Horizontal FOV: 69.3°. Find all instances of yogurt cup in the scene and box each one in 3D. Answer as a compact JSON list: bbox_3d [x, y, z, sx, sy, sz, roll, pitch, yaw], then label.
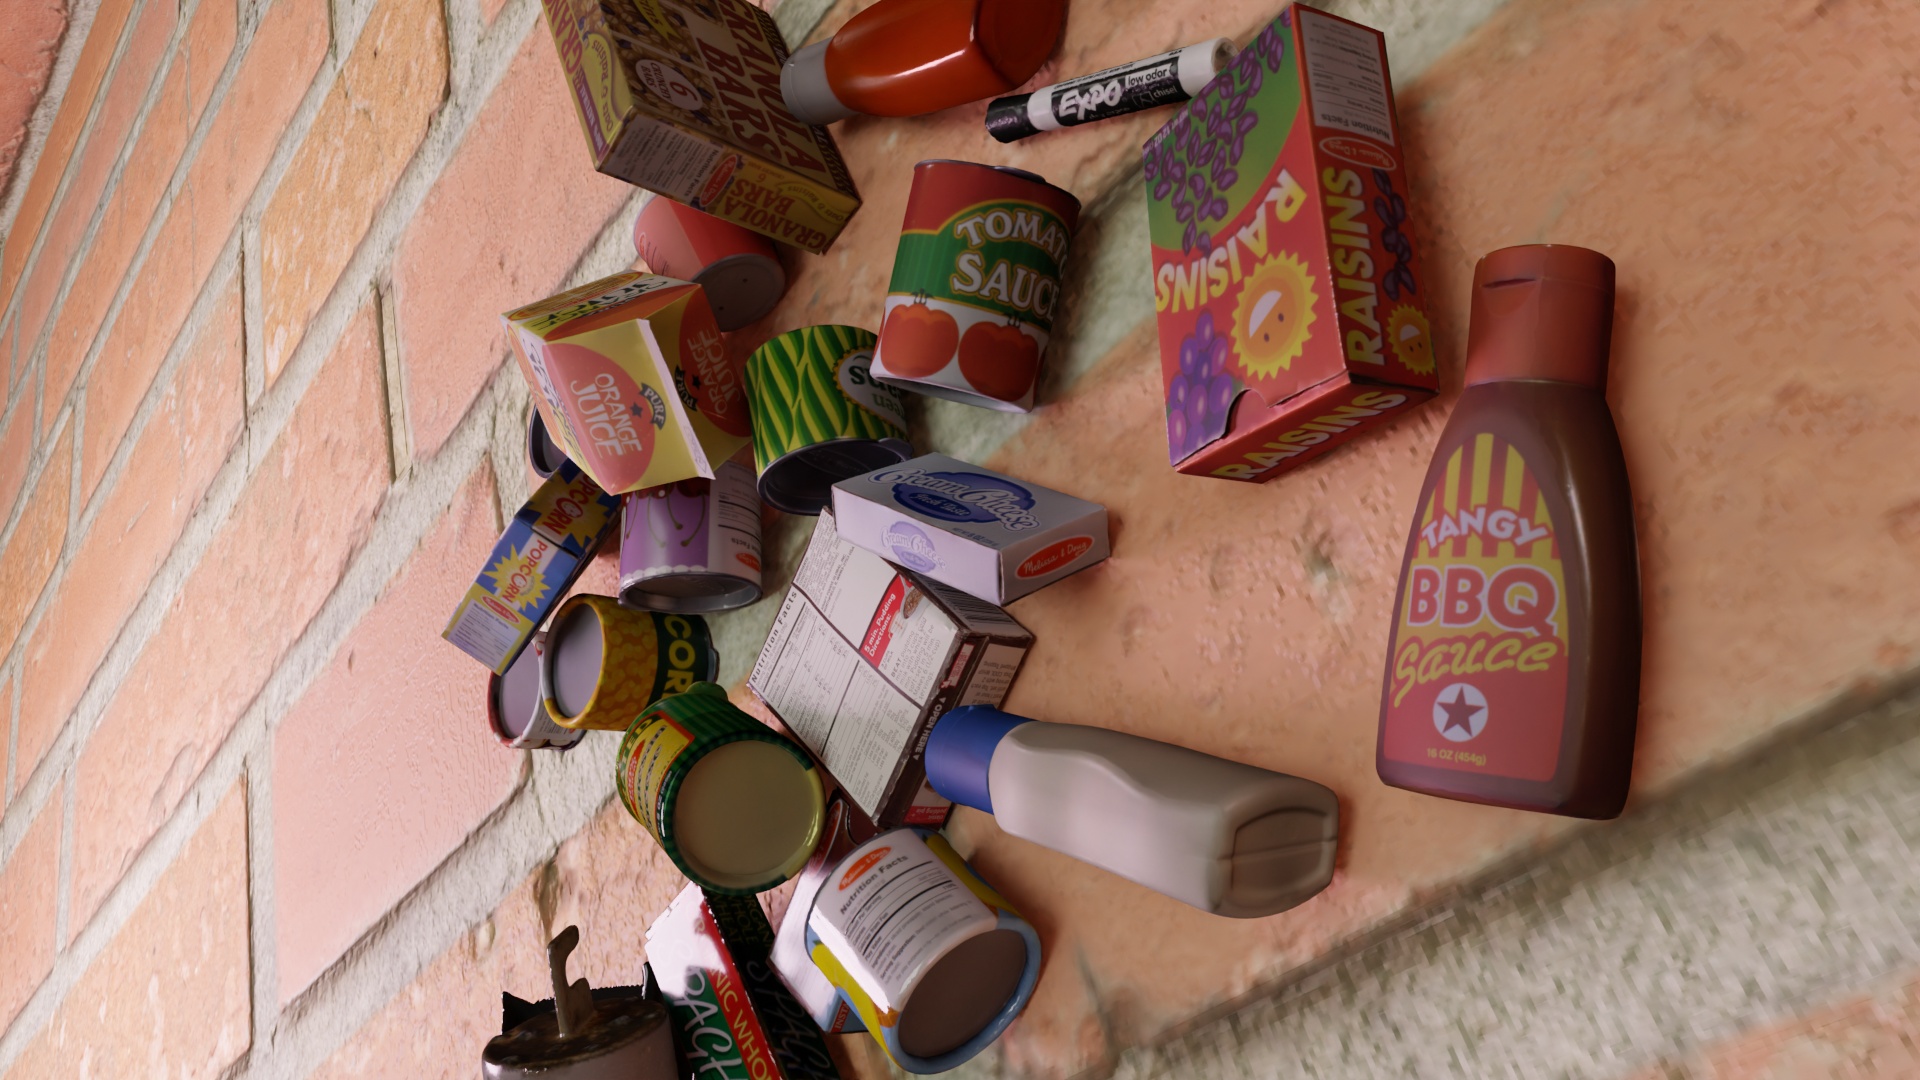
[{"bbox_3d":[-0.121,-0.140,0.686,0.072,0.072,0.054,-44,60,31],"label":"yogurt cup"}]

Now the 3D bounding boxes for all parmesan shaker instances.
[{"bbox_3d":[-0.101,0.100,0.578,0.103,0.071,0.071,-177,98,-67],"label":"parmesan shaker"}]

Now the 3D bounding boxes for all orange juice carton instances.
[{"bbox_3d":[-0.151,-0.075,0.634,0.193,0.073,0.071,27,139,62],"label":"orange juice carton"}]

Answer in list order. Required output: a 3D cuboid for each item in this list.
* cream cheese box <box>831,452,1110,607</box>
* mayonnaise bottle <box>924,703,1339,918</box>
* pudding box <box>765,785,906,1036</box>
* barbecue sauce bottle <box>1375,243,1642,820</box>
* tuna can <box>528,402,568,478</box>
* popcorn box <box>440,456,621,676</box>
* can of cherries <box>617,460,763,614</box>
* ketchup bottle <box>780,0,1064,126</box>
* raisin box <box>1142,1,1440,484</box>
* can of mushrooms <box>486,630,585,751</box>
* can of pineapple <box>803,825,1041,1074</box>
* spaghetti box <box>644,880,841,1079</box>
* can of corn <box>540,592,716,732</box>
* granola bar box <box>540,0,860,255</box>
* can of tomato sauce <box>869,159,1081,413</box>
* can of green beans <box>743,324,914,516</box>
[{"bbox_3d":[0.002,-0.007,0.525,0.104,0.053,0.024,21,123,47],"label":"cream cheese box"},{"bbox_3d":[0.046,0.083,0.454,0.148,0.065,0.041,6,93,52],"label":"mayonnaise bottle"},{"bbox_3d":[-0.041,0.146,0.551,0.050,0.030,0.083,31,103,47],"label":"pudding box"},{"bbox_3d":[0.151,-0.003,0.374,0.065,0.044,0.148,0,80,52],"label":"barbecue sauce bottle"},{"bbox_3d":[-0.214,-0.067,0.786,0.071,0.033,0.071,-14,71,44],"label":"tuna can"},{"bbox_3d":[-0.206,0.000,0.710,0.085,0.038,0.127,-50,11,26],"label":"popcorn box"},{"bbox_3d":[-0.129,-0.001,0.653,0.071,0.071,0.058,-21,66,42],"label":"can of cherries"},{"bbox_3d":[-0.024,-0.215,0.611,0.148,0.043,0.065,3,62,48],"label":"ketchup bottle"},{"bbox_3d":[0.099,-0.089,0.437,0.086,0.040,0.123,-32,57,58],"label":"raisin box"},{"bbox_3d":[-0.234,0.083,0.771,0.071,0.033,0.071,-13,72,44],"label":"can of mushrooms"},{"bbox_3d":[-0.013,0.146,0.497,0.058,0.071,0.071,35,106,45],"label":"can of pineapple"},{"bbox_3d":[-0.060,0.243,0.536,0.050,0.029,0.251,-51,52,24],"label":"spaghetti box"},{"bbox_3d":[-0.163,0.061,0.682,0.071,0.058,0.071,-14,71,45],"label":"can of corn"},{"bbox_3d":[-0.129,-0.221,0.667,0.039,0.124,0.166,-46,51,29],"label":"granola bar box"},{"bbox_3d":[0.006,-0.096,0.535,0.071,0.071,0.083,14,92,48],"label":"can of tomato sauce"},{"bbox_3d":[-0.056,-0.050,0.590,0.071,0.071,0.058,-31,58,38],"label":"can of green beans"}]
